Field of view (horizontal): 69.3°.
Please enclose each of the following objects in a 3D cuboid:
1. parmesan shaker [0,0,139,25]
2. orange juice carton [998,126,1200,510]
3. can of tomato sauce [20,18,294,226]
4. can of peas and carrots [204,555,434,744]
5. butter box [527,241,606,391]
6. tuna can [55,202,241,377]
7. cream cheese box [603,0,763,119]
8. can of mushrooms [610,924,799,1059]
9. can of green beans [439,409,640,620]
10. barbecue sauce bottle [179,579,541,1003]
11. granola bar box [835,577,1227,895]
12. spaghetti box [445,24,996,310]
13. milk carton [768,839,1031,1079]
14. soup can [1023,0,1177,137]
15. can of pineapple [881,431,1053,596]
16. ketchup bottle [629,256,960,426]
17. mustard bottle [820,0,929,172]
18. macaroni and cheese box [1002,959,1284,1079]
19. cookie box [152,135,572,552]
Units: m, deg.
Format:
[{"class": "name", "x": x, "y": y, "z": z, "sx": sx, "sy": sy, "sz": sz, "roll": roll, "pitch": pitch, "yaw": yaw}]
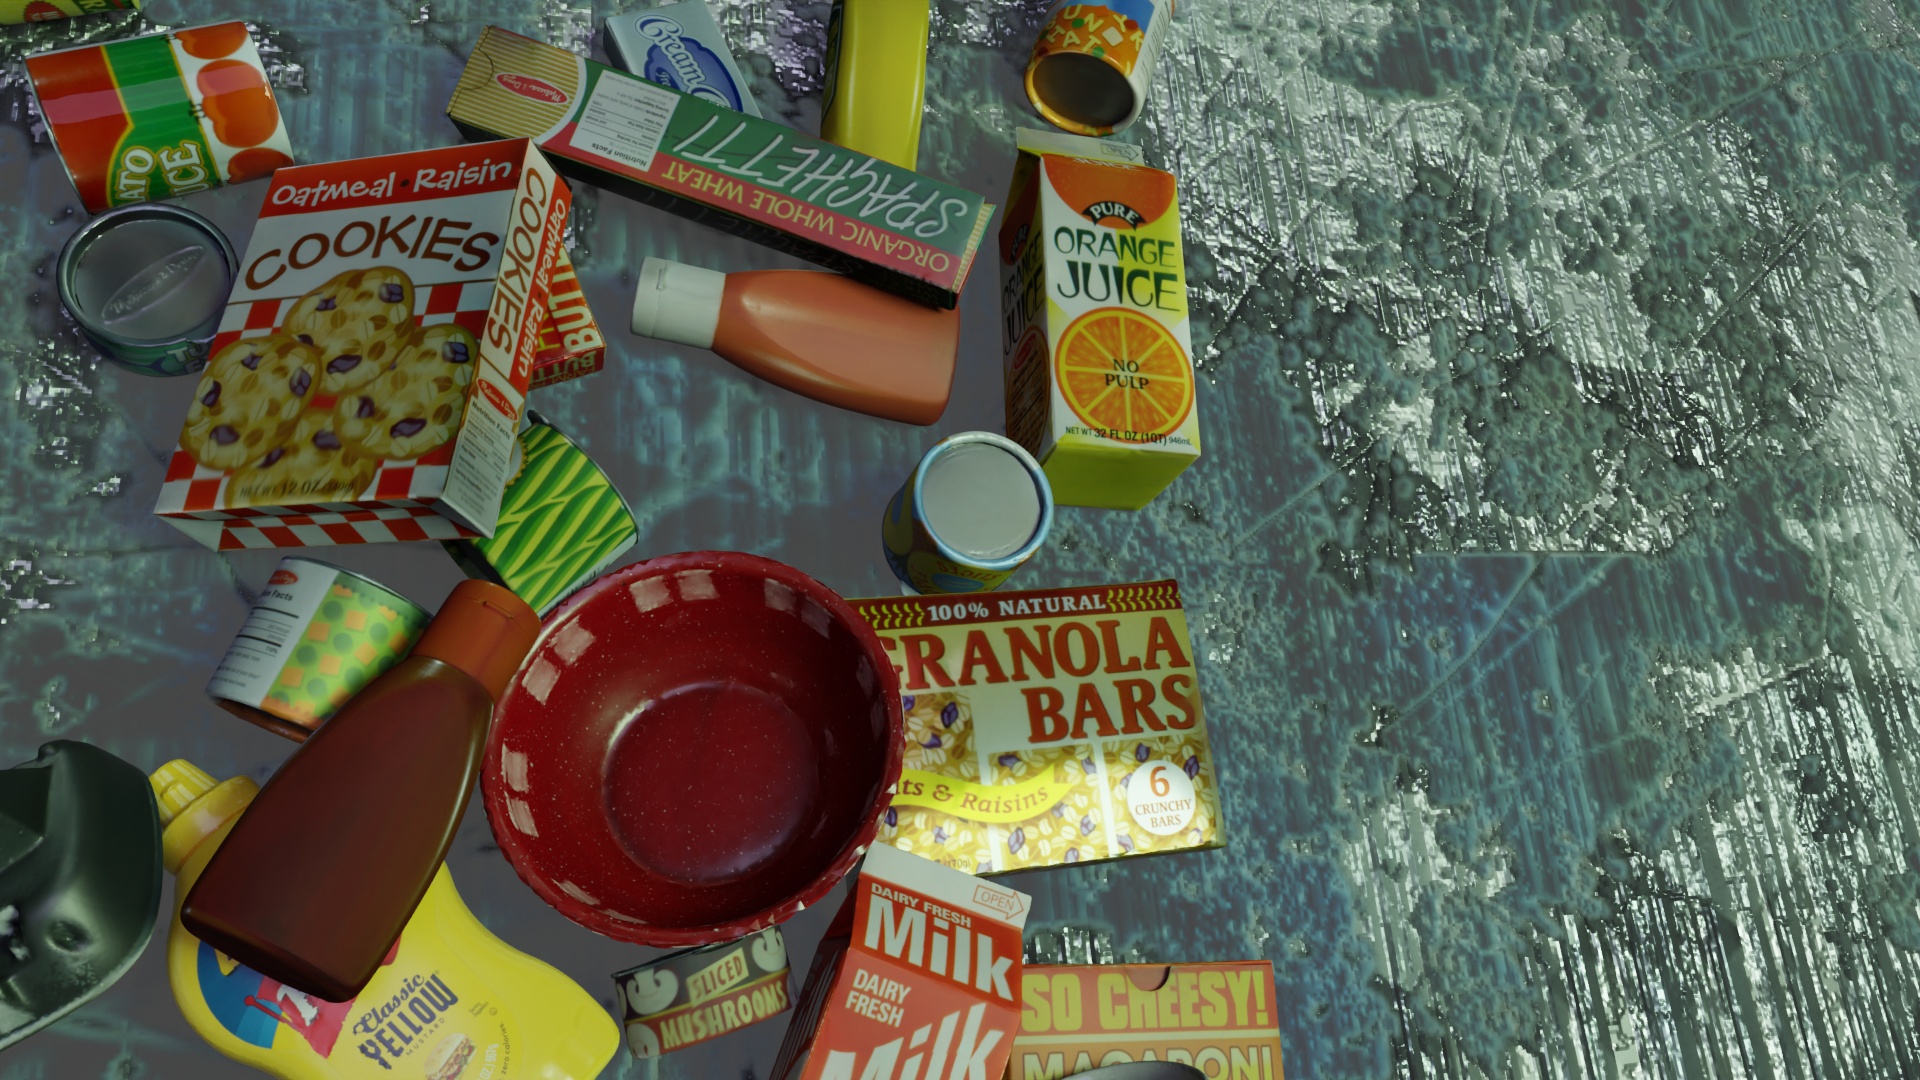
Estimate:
[{"class": "parmesan shaker", "x": -0.416, "y": -0.252, "z": 0.589, "sx": 0.103, "sy": 0.071, "sz": 0.071, "roll": -17, "pitch": 77, "yaw": -21}, {"class": "orange juice carton", "x": 0.063, "y": -0.118, "z": 0.681, "sx": 0.072, "sy": 0.072, "sz": 0.193, "roll": 4, "pitch": 69, "yaw": -15}, {"class": "can of tomato sauce", "x": -0.334, "y": -0.176, "z": 0.584, "sx": 0.083, "sy": 0.071, "sz": 0.071, "roll": -22, "pitch": 79, "yaw": -23}, {"class": "can of peas and carrots", "x": -0.241, "y": 0.048, "z": 0.533, "sx": 0.071, "sy": 0.070, "sz": 0.059, "roll": 24, "pitch": 67, "yaw": -8}, {"class": "butter box", "x": -0.202, "y": -0.119, "z": 0.626, "sx": 0.053, "sy": 0.024, "sz": 0.103, "roll": -19, "pitch": 78, "yaw": -22}, {"class": "tuna can", "x": -0.331, "y": -0.102, "z": 0.576, "sx": 0.071, "sy": 0.032, "sz": 0.071, "roll": 5, "pitch": 70, "yaw": -15}, {"class": "cream cheese box", "x": -0.132, "y": -0.215, "z": 0.683, "sx": 0.053, "sy": 0.024, "sz": 0.104, "roll": -22, "pitch": 78, "yaw": -23}, {"class": "can of mushrooms", "x": -0.096, "y": 0.171, "z": 0.529, "sx": 0.071, "sy": 0.070, "sz": 0.033, "roll": -13, "pitch": 77, "yaw": -21}, {"class": "can of green beans", "x": -0.176, "y": -0.007, "z": 0.571, "sx": 0.071, "sy": 0.071, "sz": 0.058, "roll": 46, "pitch": 65, "yaw": 2}, {"class": "barbecue sauce bottle", "x": -0.200, "y": 0.081, "z": 0.490, "sx": 0.065, "sy": 0.043, "sz": 0.149, "roll": 33, "pitch": 53, "yaw": -14}, {"class": "granola bar box", "x": 0.027, "y": 0.084, "z": 0.615, "sx": 0.166, "sy": 0.039, "sz": 0.124, "roll": -3, "pitch": 72, "yaw": -18}, {"class": "spaghetti box", "x": -0.109, "y": -0.171, "z": 0.640, "sx": 0.250, "sy": 0.028, "sz": 0.050, "roll": 20, "pitch": 79, "yaw": 2}, {"class": "milk carton", "x": -0.034, "y": 0.215, "z": 0.521, "sx": 0.072, "sy": 0.073, "sz": 0.191, "roll": 22, "pitch": 72, "yaw": -8}, {"class": "soup can", "x": 0.073, "y": -0.270, "z": 0.744, "sx": 0.071, "sy": 0.071, "sz": 0.084, "roll": 23, "pitch": 67, "yaw": -8}, {"class": "can of pineapple", "x": 0.002, "y": -0.008, "z": 0.631, "sx": 0.071, "sy": 0.057, "sz": 0.071, "roll": 6, "pitch": 70, "yaw": -15}, {"class": "ketchup bottle", "x": -0.076, "y": -0.098, "z": 0.647, "sx": 0.149, "sy": 0.043, "sz": 0.065, "roll": 11, "pitch": 66, "yaw": -13}, {"class": "mustard bottle", "x": -0.045, "y": -0.208, "z": 0.687, "sx": 0.049, "sy": 0.065, "sz": 0.160, "roll": 7, "pitch": 74, "yaw": -13}, {"class": "macaroni and cheese box", "x": 0.074, "y": 0.259, "z": 0.567, "sx": 0.124, "sy": 0.040, "sz": 0.167, "roll": 4, "pitch": 70, "yaw": -16}, {"class": "cookie box", "x": -0.233, "y": -0.080, "z": 0.557, "sx": 0.123, "sy": 0.040, "sz": 0.168, "roll": -3, "pitch": 63, "yaw": 13}]
